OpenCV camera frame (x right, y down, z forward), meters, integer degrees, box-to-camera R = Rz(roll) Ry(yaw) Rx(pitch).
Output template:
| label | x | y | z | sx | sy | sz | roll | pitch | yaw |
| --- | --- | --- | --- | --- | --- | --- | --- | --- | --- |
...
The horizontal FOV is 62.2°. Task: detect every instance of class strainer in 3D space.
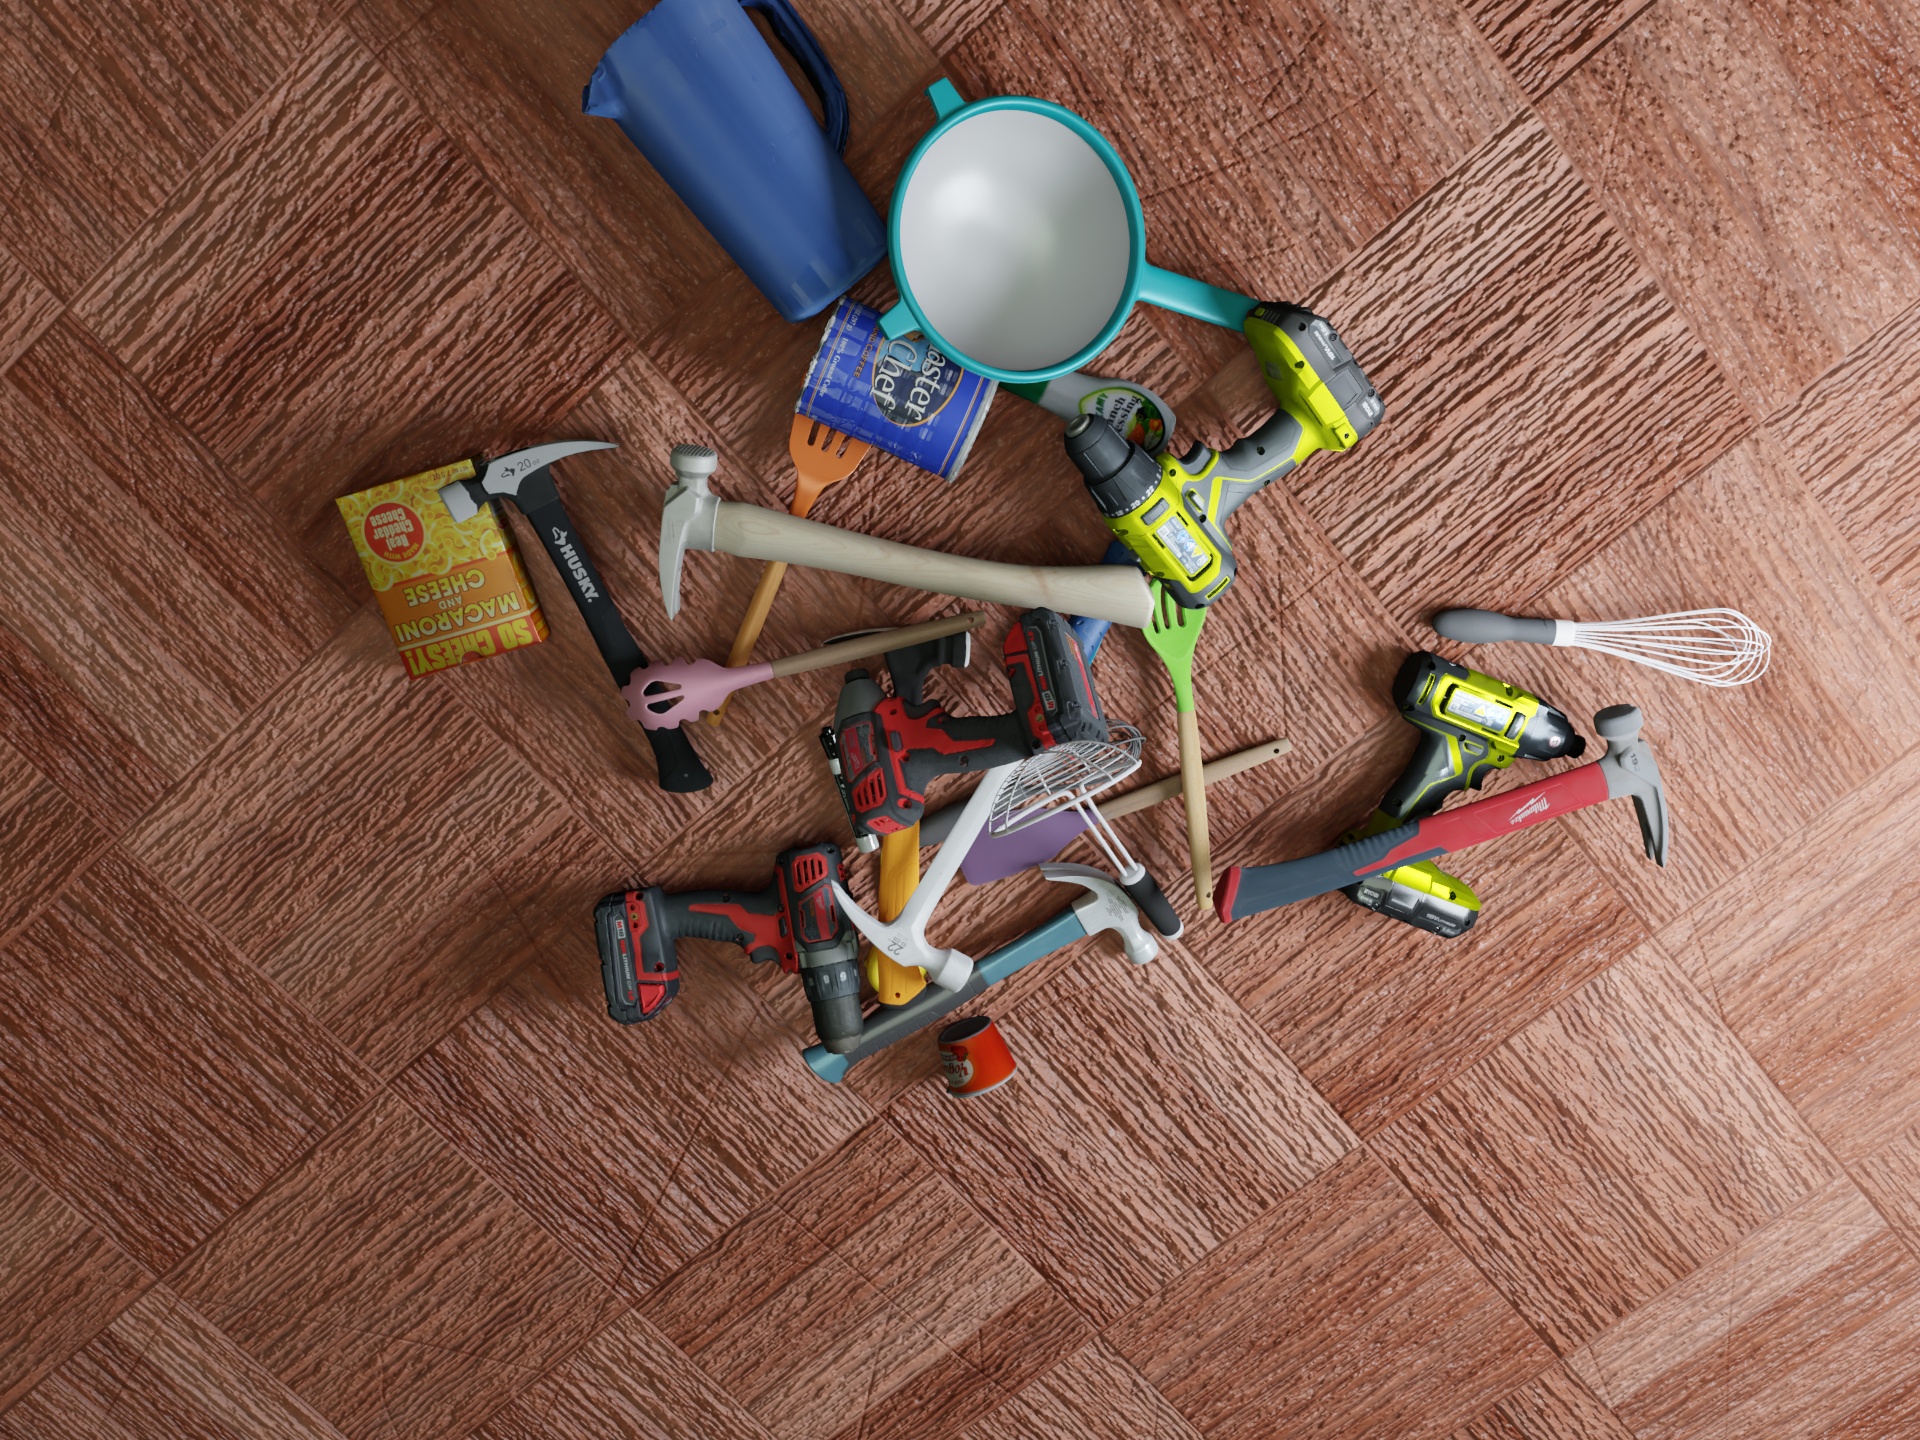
| label | x | y | z | sx | sy | sz | roll | pitch | yaw |
| --- | --- | --- | --- | --- | --- | --- | --- | --- | --- |
| strainer | 0.088 | -0.358 | 1.267 | 0.340 | 0.095 | 0.211 | 10 | 94 | -24 |

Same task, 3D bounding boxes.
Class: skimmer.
| label | x | y | z | sx | sy | sz | roll | pitch | yaw |
| --- | --- | --- | --- | --- | --- | --- | --- | --- | --- |
| skimmer | 0.130 | 0.123 | 1.308 | 0.127 | 0.090 | 0.362 | -27 | 141 | 9 |

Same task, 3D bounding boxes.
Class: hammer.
| label | x | y | z | sx | sy | sz | roll | pitch | yaw |
| --- | --- | --- | --- | --- | --- | --- | --- | --- | --- |
| hammer | -0.045 | -0.120 | 1.319 | 0.410 | 0.038 | 0.146 | 11 | 113 | 1 |
| hammer | 0.038 | 0.027 | 1.359 | 0.144 | 0.035 | 0.405 | 30 | 92 | -10 |
| hammer | 0.405 | 0.113 | 1.350 | 0.386 | 0.038 | 0.143 | -19 | 103 | 1 |
| hammer | 0.009 | 0.238 | 1.448 | 0.331 | 0.033 | 0.128 | -29 | 110 | 2 |
| hammer | -0.059 | 0.087 | 1.392 | 0.127 | 0.034 | 0.337 | 1 | 96 | -1 |
| hammer | -0.297 | -0.082 | 1.359 | 0.146 | 0.035 | 0.334 | -30 | 112 | -13 |

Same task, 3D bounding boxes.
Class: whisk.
| label | x | y | z | sx | sy | sz | roll | pitch | yaw |
| --- | --- | --- | --- | --- | --- | --- | --- | --- | --- |
| whisk | 0.549 | -0.074 | 1.367 | 0.284 | 0.070 | 0.070 | 5 | 107 | 4 |
| whisk | 0.054 | 0.061 | 1.411 | 0.239 | 0.055 | 0.055 | -25 | 105 | 11 |

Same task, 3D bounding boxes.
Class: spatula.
| label | x | y | z | sx | sy | sz | roll | pitch | yaw |
| --- | --- | --- | --- | --- | --- | --- | --- | --- | --- |
| spatula | 0.145 | 0.074 | 1.428 | 0.316 | 0.018 | 0.059 | -20 | 105 | 7 |
| spatula | -0.155 | -0.138 | 1.363 | 0.081 | 0.041 | 0.322 | 23 | 110 | -7 |

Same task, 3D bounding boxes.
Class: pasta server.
| label | x | y | z | sx | sy | sz | roll | pitch | yaw |
| --- | --- | --- | --- | --- | --- | --- | --- | --- | --- |
| pasta server | -0.133 | -0.050 | 1.348 | 0.316 | 0.040 | 0.060 | -14 | 96 | -4 |

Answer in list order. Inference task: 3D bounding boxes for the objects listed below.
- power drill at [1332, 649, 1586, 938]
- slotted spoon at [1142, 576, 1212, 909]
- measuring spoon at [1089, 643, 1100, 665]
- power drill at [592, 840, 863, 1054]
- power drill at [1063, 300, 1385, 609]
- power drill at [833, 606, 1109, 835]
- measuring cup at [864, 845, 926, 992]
| label | x | y | z | sx | sy | sz | roll | pitch | yaw |
| --- | --- | --- | --- | --- | --- | --- | --- | --- | --- |
| power drill | 0.433 | 0.069 | 1.398 | 0.171 | 0.080 | 0.223 | 21 | 103 | -6 |
| slotted spoon | 0.197 | 0.016 | 1.389 | 0.070 | 0.031 | 0.313 | -14 | 104 | -26 |
| measuring spoon | 0.105 | -0.053 | 1.394 | 0.042 | 0.021 | 0.128 | 21 | 97 | -5 |
| power drill | -0.198 | 0.217 | 1.419 | 0.226 | 0.080 | 0.188 | -10 | 85 | 1 |
| power drill | 0.207 | -0.225 | 1.272 | 0.228 | 0.080 | 0.190 | -43 | 119 | 2 |
| power drill | -0.002 | -0.004 | 1.303 | 0.219 | 0.078 | 0.143 | -21 | 66 | 17 |
| measuring cup | -0.061 | 0.183 | 1.455 | 0.062 | 0.029 | 0.156 | -2 | 110 | 1 |
